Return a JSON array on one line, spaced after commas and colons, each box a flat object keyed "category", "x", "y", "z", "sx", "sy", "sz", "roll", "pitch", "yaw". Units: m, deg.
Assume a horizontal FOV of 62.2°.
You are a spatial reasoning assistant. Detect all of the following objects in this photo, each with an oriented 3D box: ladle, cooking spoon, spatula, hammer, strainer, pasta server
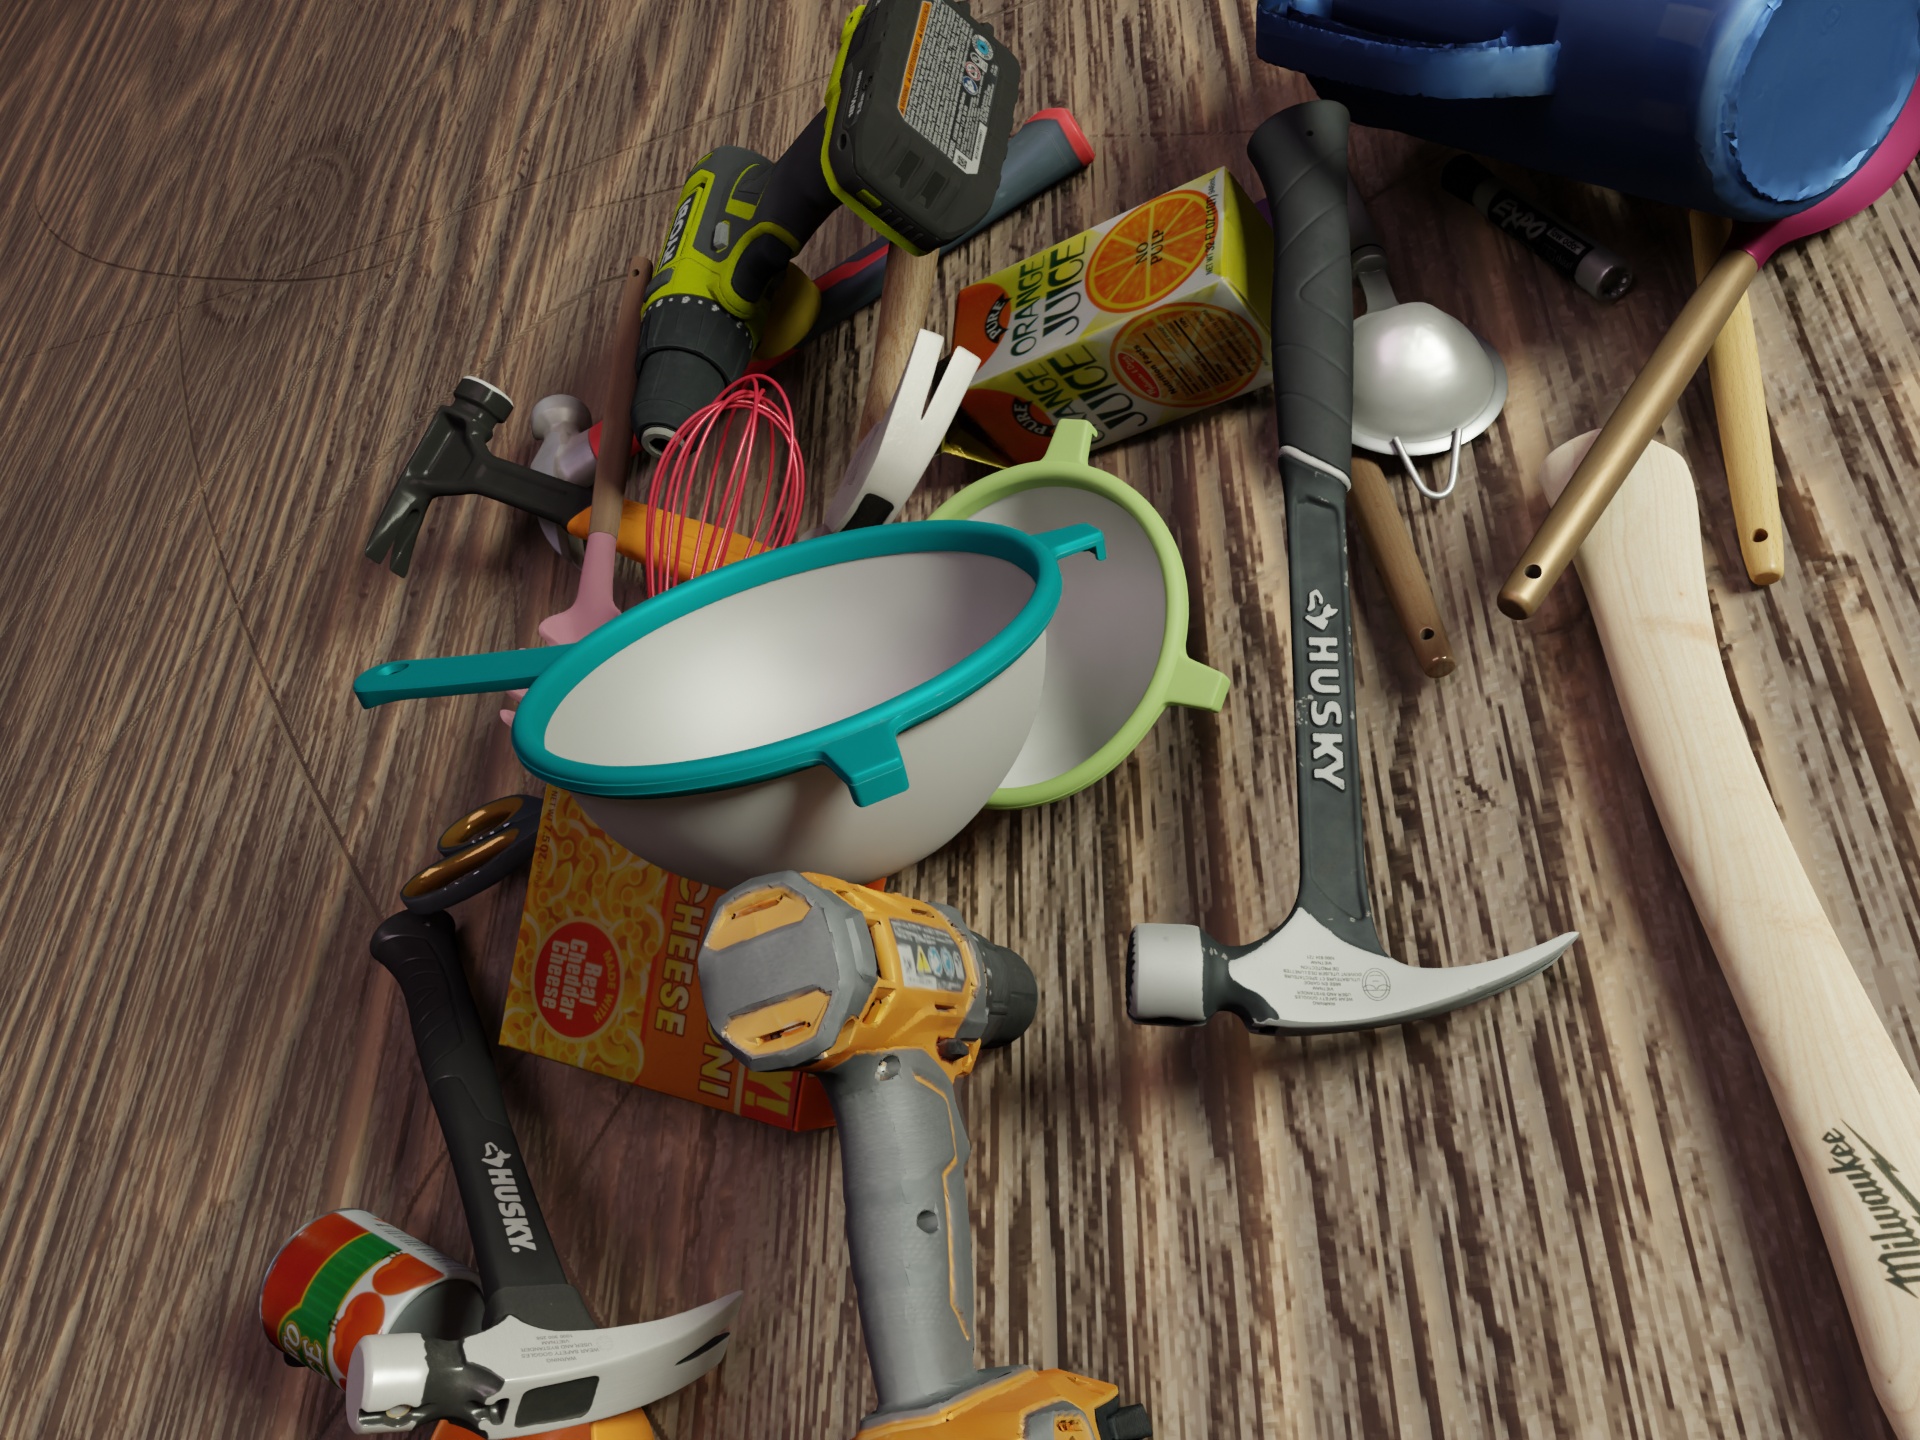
[{"category": "ladle", "x": 0.308, "y": -0.189, "z": 0.651, "sx": 0.069, "sy": 0.031, "sz": 0.316, "roll": -11, "pitch": 57, "yaw": 29}, {"category": "cooking spoon", "x": 0.289, "y": -0.159, "z": 0.613, "sx": 0.069, "sy": 0.017, "sz": 0.319, "roll": 30, "pitch": 71, "yaw": 23}, {"category": "spatula", "x": 0.165, "y": -0.141, "z": 0.717, "sx": 0.060, "sy": 0.018, "sz": 0.316, "roll": -24, "pitch": 49, "yaw": 17}, {"category": "hammer", "x": -0.209, "y": 0.176, "z": 0.702, "sx": 0.335, "sy": 0.146, "sz": 0.035, "roll": 43, "pitch": 119, "yaw": 54}, {"category": "strainer", "x": -0.110, "y": 0.008, "z": 0.642, "sx": 0.340, "sy": 0.095, "sz": 0.211, "roll": -3, "pitch": 28, "yaw": 30}, {"category": "hammer", "x": 0.143, "y": -0.080, "z": 0.615, "sx": 0.149, "sy": 0.036, "sz": 0.409, "roll": 2, "pitch": 65, "yaw": 5}, {"category": "hammer", "x": 0.249, "y": 0.066, "z": 0.512, "sx": 0.146, "sy": 0.038, "sz": 0.411, "roll": -21, "pitch": 51, "yaw": 22}, {"category": "hammer", "x": -0.026, "y": -0.224, "z": 0.816, "sx": 0.130, "sy": 0.031, "sz": 0.332, "roll": -43, "pitch": 32, "yaw": 47}, {"category": "hammer", "x": -0.190, "y": -0.101, "z": 0.878, "sx": 0.337, "sy": 0.034, "sz": 0.127, "roll": 20, "pitch": 78, "yaw": 30}, {"category": "hammer", "x": -0.090, "y": -0.226, "z": 0.930, "sx": 0.386, "sy": 0.038, "sz": 0.143, "roll": -30, "pitch": 50, "yaw": 14}, {"category": "strainer", "x": -0.001, "y": -0.002, "z": 0.706, "sx": 0.256, "sy": 0.069, "sz": 0.152, "roll": -35, "pitch": 61, "yaw": 21}, {"category": "pasta server", "x": -0.190, "y": -0.124, "z": 0.847, "sx": 0.060, "sy": 0.040, "sz": 0.316, "roll": -3, "pitch": 65, "yaw": 10}, {"category": "strainer", "x": 0.188, "y": -0.205, "z": 0.729, "sx": 0.087, "sy": 0.050, "sz": 0.259, "roll": -8, "pitch": 49, "yaw": 3}]

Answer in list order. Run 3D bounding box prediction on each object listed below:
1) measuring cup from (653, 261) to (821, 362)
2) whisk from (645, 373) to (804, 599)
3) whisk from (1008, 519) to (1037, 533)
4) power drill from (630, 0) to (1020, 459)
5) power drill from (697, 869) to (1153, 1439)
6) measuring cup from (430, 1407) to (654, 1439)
[{"category": "measuring cup", "x": -0.146, "y": -0.252, "z": 0.934, "sx": 0.157, "sy": 0.029, "sz": 0.062, "roll": 23, "pitch": 77, "yaw": 36}, {"category": "whisk", "x": -0.136, "y": -0.022, "z": 0.763, "sx": 0.073, "sy": 0.073, "sz": 0.296, "roll": 21, "pitch": 96, "yaw": 40}, {"category": "whisk", "x": -0.037, "y": -0.031, "z": 0.761, "sx": 0.239, "sy": 0.055, "sz": 0.055, "roll": -43, "pitch": 47, "yaw": 8}, {"category": "power drill", "x": -0.082, "y": -0.242, "z": 0.787, "sx": 0.228, "sy": 0.080, "sz": 0.191, "roll": -24, "pitch": 46, "yaw": 44}, {"category": "power drill", "x": -0.002, "y": 0.168, "z": 0.544, "sx": 0.084, "sy": 0.185, "sz": 0.226, "roll": -22, "pitch": 70, "yaw": 20}, {"category": "measuring cup", "x": -0.190, "y": 0.326, "z": 0.617, "sx": 0.173, "sy": 0.052, "sz": 0.095, "roll": -46, "pitch": 47, "yaw": 2}]
